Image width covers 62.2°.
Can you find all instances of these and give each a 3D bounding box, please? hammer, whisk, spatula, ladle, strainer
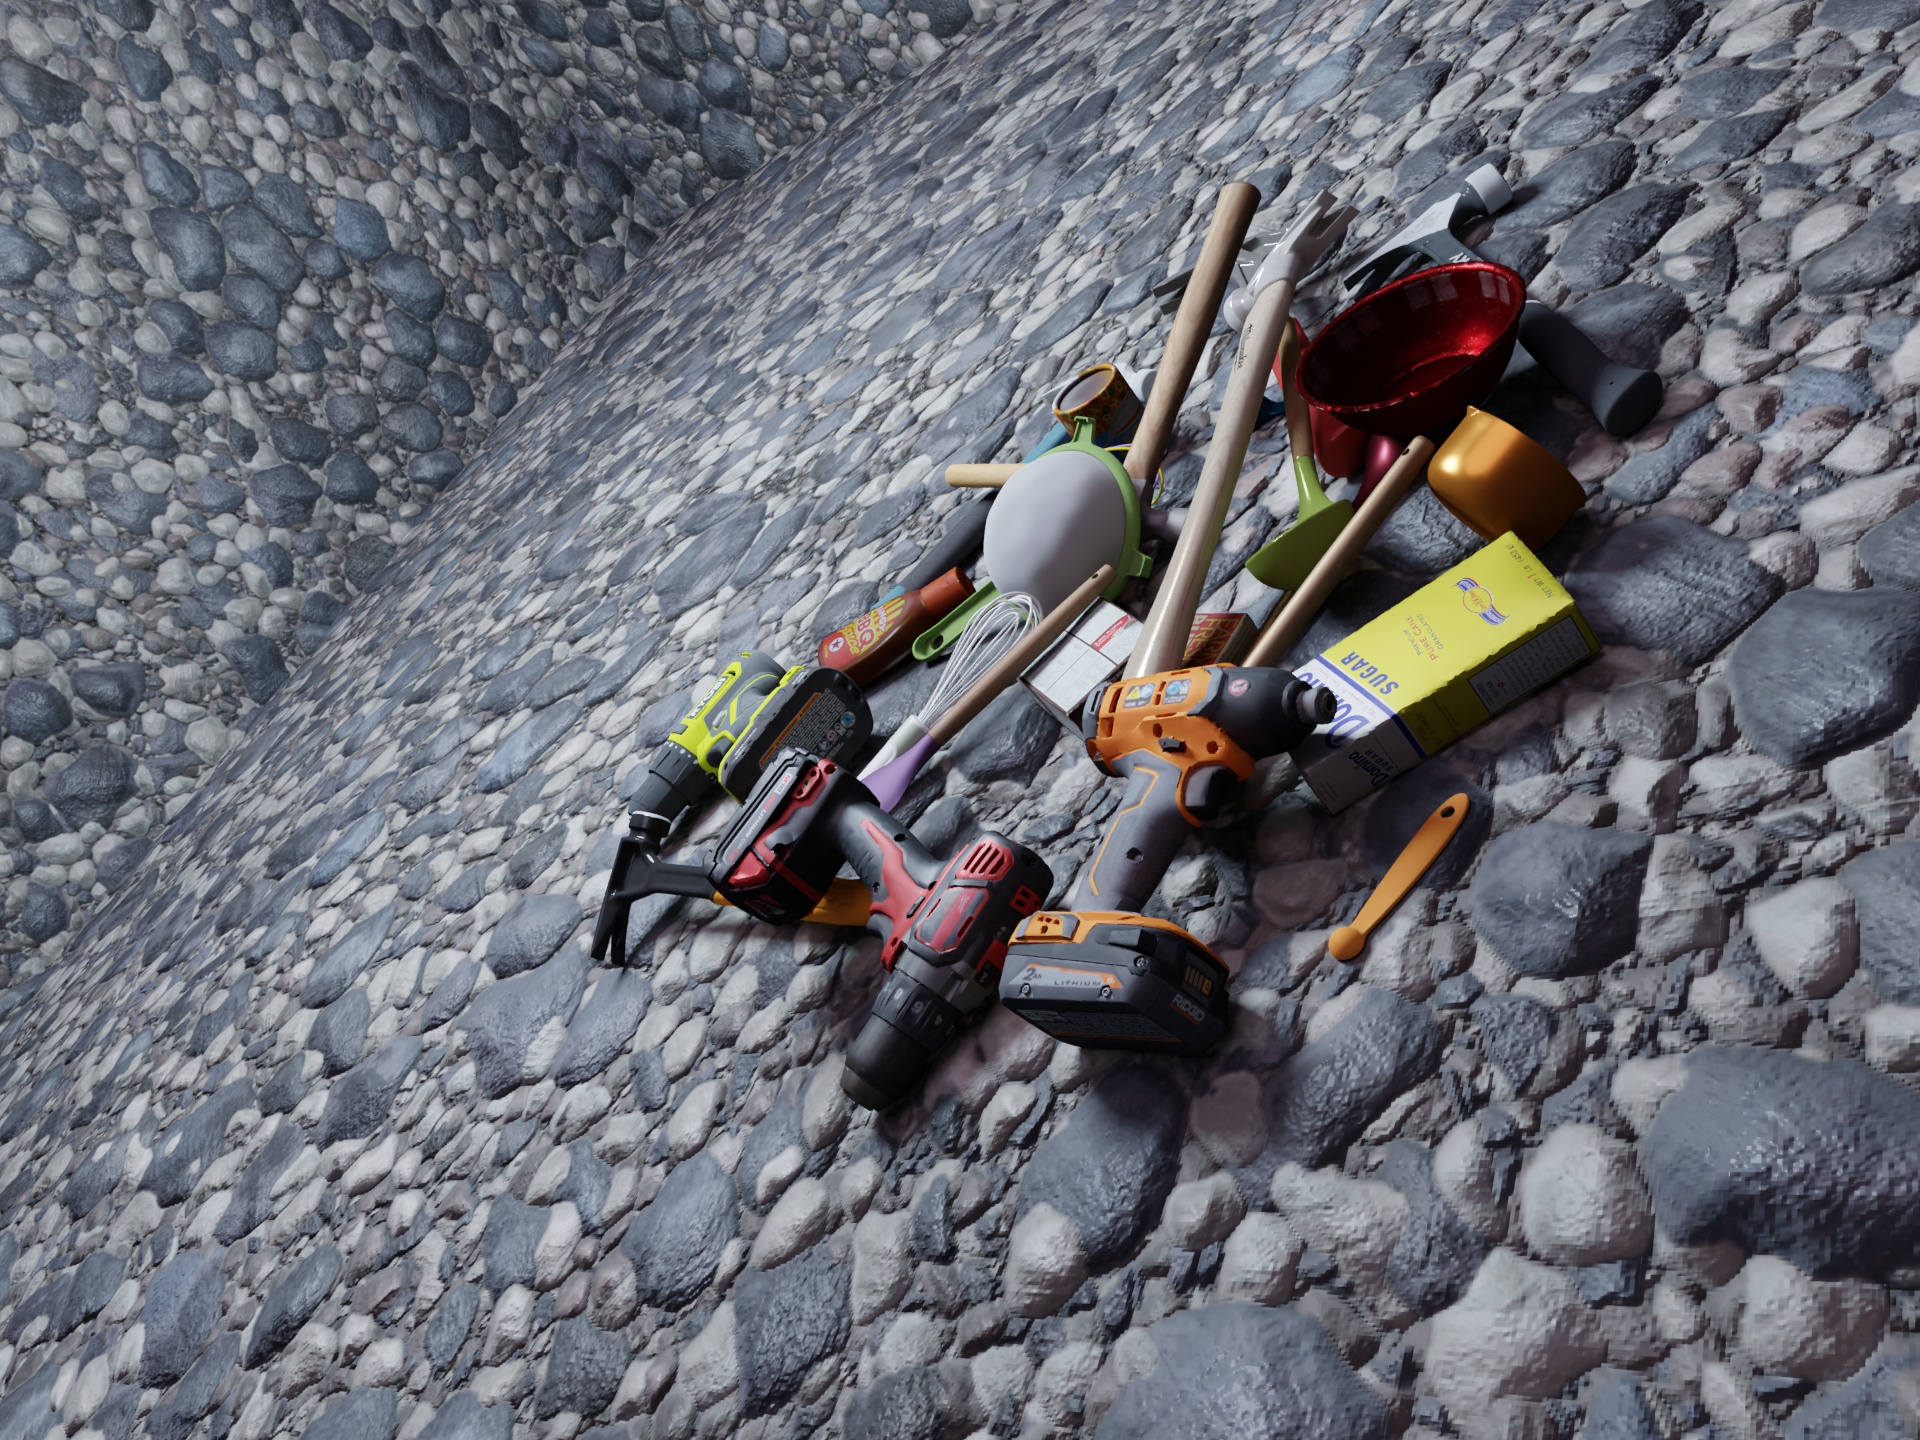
[{"bbox_3d":[-0.163,0.136,1.209,0.337,0.034,0.127,-1,68,44],"label":"hammer"},{"bbox_3d":[0.076,-0.207,1.372,0.245,0.047,0.051,9,50,45],"label":"whisk"},{"bbox_3d":[-0.024,-0.002,1.220,0.246,0.059,0.058,-49,39,7],"label":"whisk"},{"bbox_3d":[-0.002,-0.004,1.162,0.316,0.018,0.060,-44,35,-6],"label":"spatula"},{"bbox_3d":[0.252,-0.117,1.087,0.315,0.031,0.069,-53,31,-17],"label":"ladle"},{"bbox_3d":[0.190,-0.190,1.115,0.146,0.038,0.411,-47,20,61],"label":"hammer"},{"bbox_3d":[0.175,-0.291,1.284,0.130,0.031,0.331,11,73,34],"label":"hammer"},{"bbox_3d":[0.043,-0.207,1.457,0.331,0.033,0.128,-47,30,-10],"label":"hammer"},{"bbox_3d":[0.396,-0.299,1.154,0.149,0.036,0.409,-34,30,16],"label":"hammer"},{"bbox_3d":[0.254,-0.299,1.285,0.149,0.036,0.359,-24,37,15],"label":"hammer"},{"bbox_3d":[0.029,-0.121,1.266,0.256,0.069,0.152,-37,60,36],"label":"strainer"},{"bbox_3d":[0.233,-0.204,1.124,0.078,0.062,0.320,-36,32,34],"label":"ladle"}]

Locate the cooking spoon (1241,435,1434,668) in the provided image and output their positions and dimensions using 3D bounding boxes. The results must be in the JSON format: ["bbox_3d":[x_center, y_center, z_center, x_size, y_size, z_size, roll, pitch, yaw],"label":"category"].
[{"bbox_3d":[0.194,-0.044,0.994,0.319,0.017,0.069,-54,16,6],"label":"cooking spoon"}]

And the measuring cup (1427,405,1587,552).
[{"bbox_3d":[0.324,-0.147,1.004,0.052,0.095,0.174,-51,8,5],"label":"measuring cup"}]

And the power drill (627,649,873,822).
[{"bbox_3d":[-0.188,0.025,1.364,0.190,0.080,0.228,-52,25,-18],"label":"power drill"}]

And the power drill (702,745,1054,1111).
[{"bbox_3d":[-0.067,0.130,1.038,0.227,0.080,0.188,25,76,39],"label":"power drill"}]

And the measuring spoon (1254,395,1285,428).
[{"bbox_3d":[0.264,-0.261,1.273,0.128,0.021,0.042,-10,41,43],"label":"measuring spoon"}]

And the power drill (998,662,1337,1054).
[{"bbox_3d":[0.121,0.068,0.895,0.164,0.084,0.227,-9,52,46],"label":"power drill"}]

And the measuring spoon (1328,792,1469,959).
[{"bbox_3d":[0.234,0.080,0.848,0.117,0.011,0.021,-48,29,-12],"label":"measuring spoon"}]
